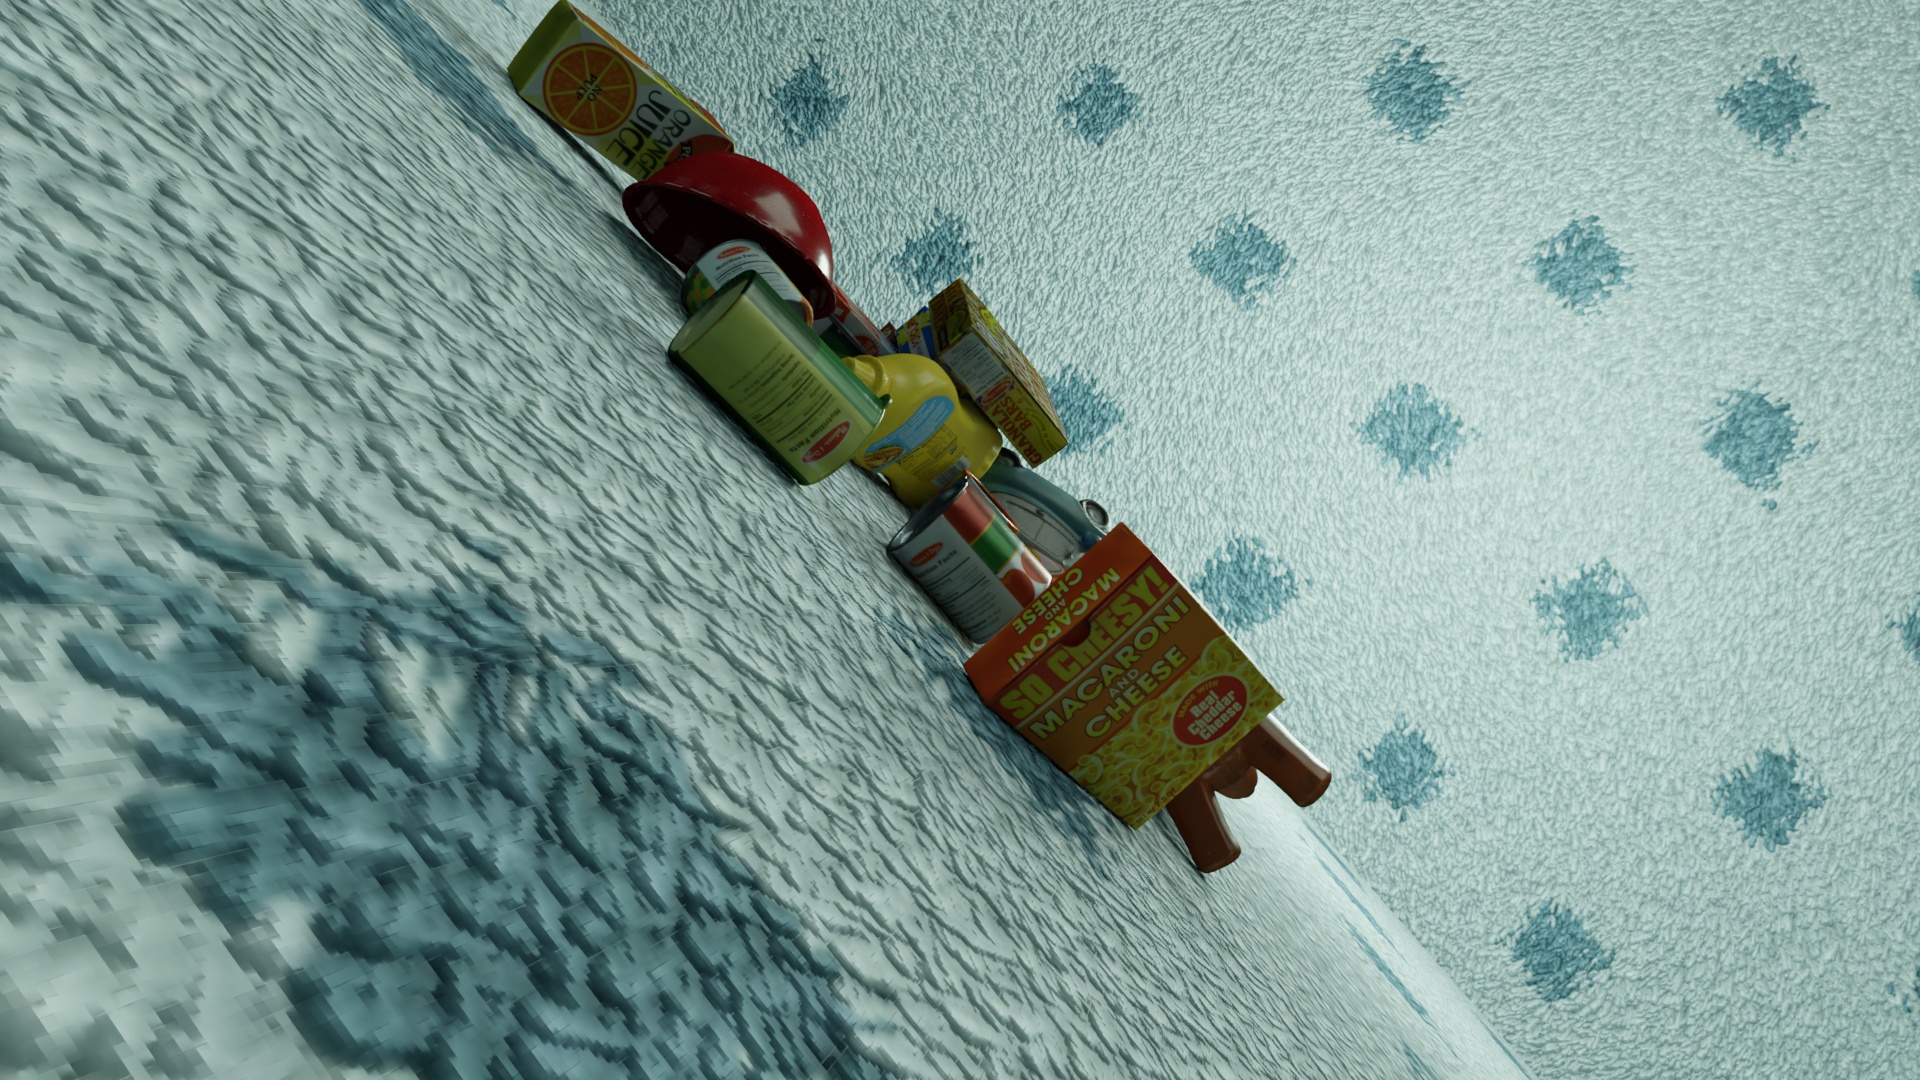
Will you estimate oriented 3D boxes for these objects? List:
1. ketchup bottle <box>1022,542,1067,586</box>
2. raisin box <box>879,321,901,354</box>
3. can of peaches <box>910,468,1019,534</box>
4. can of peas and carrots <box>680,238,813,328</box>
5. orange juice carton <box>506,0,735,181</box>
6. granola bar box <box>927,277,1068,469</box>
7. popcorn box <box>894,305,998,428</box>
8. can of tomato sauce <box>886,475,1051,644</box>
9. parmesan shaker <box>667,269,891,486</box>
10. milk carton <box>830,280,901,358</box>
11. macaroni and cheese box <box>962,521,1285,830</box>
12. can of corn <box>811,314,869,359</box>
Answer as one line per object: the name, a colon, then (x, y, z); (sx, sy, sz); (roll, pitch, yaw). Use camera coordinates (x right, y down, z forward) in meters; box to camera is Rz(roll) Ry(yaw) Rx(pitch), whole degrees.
ketchup bottle: (0.041, 0.027, 0.948); (0.149, 0.043, 0.065); (30, 21, -10)
raisin box: (-0.053, -0.126, 1.277); (0.123, 0.086, 0.040); (46, 7, -27)
can of peaches: (0.004, -0.014, 1.082); (0.071, 0.058, 0.071); (47, 6, -6)
can of peas and carrots: (-0.137, -0.148, 0.895); (0.059, 0.071, 0.071); (51, 6, 26)
orange juice carton: (-0.249, -0.328, 1.089); (0.192, 0.073, 0.072); (33, 14, -38)
granola bar box: (0.029, -0.141, 1.140); (0.124, 0.039, 0.166); (48, 13, -21)
popcorn box: (-0.011, -0.141, 1.187); (0.085, 0.038, 0.127); (45, 14, -25)
can of tomato sauce: (0.007, 0.012, 0.868); (0.083, 0.071, 0.071); (48, 5, -10)
parmesan shaker: (-0.097, -0.090, 0.752); (0.103, 0.071, 0.071); (46, 6, -24)
milk carton: (-0.112, -0.170, 1.177); (0.190, 0.073, 0.072); (46, 8, -26)
macaroni and cheese box: (0.099, 0.083, 0.803); (0.166, 0.123, 0.040); (44, 6, -39)
can of corn: (-0.112, -0.147, 1.107); (0.071, 0.058, 0.071); (48, 5, -5)
